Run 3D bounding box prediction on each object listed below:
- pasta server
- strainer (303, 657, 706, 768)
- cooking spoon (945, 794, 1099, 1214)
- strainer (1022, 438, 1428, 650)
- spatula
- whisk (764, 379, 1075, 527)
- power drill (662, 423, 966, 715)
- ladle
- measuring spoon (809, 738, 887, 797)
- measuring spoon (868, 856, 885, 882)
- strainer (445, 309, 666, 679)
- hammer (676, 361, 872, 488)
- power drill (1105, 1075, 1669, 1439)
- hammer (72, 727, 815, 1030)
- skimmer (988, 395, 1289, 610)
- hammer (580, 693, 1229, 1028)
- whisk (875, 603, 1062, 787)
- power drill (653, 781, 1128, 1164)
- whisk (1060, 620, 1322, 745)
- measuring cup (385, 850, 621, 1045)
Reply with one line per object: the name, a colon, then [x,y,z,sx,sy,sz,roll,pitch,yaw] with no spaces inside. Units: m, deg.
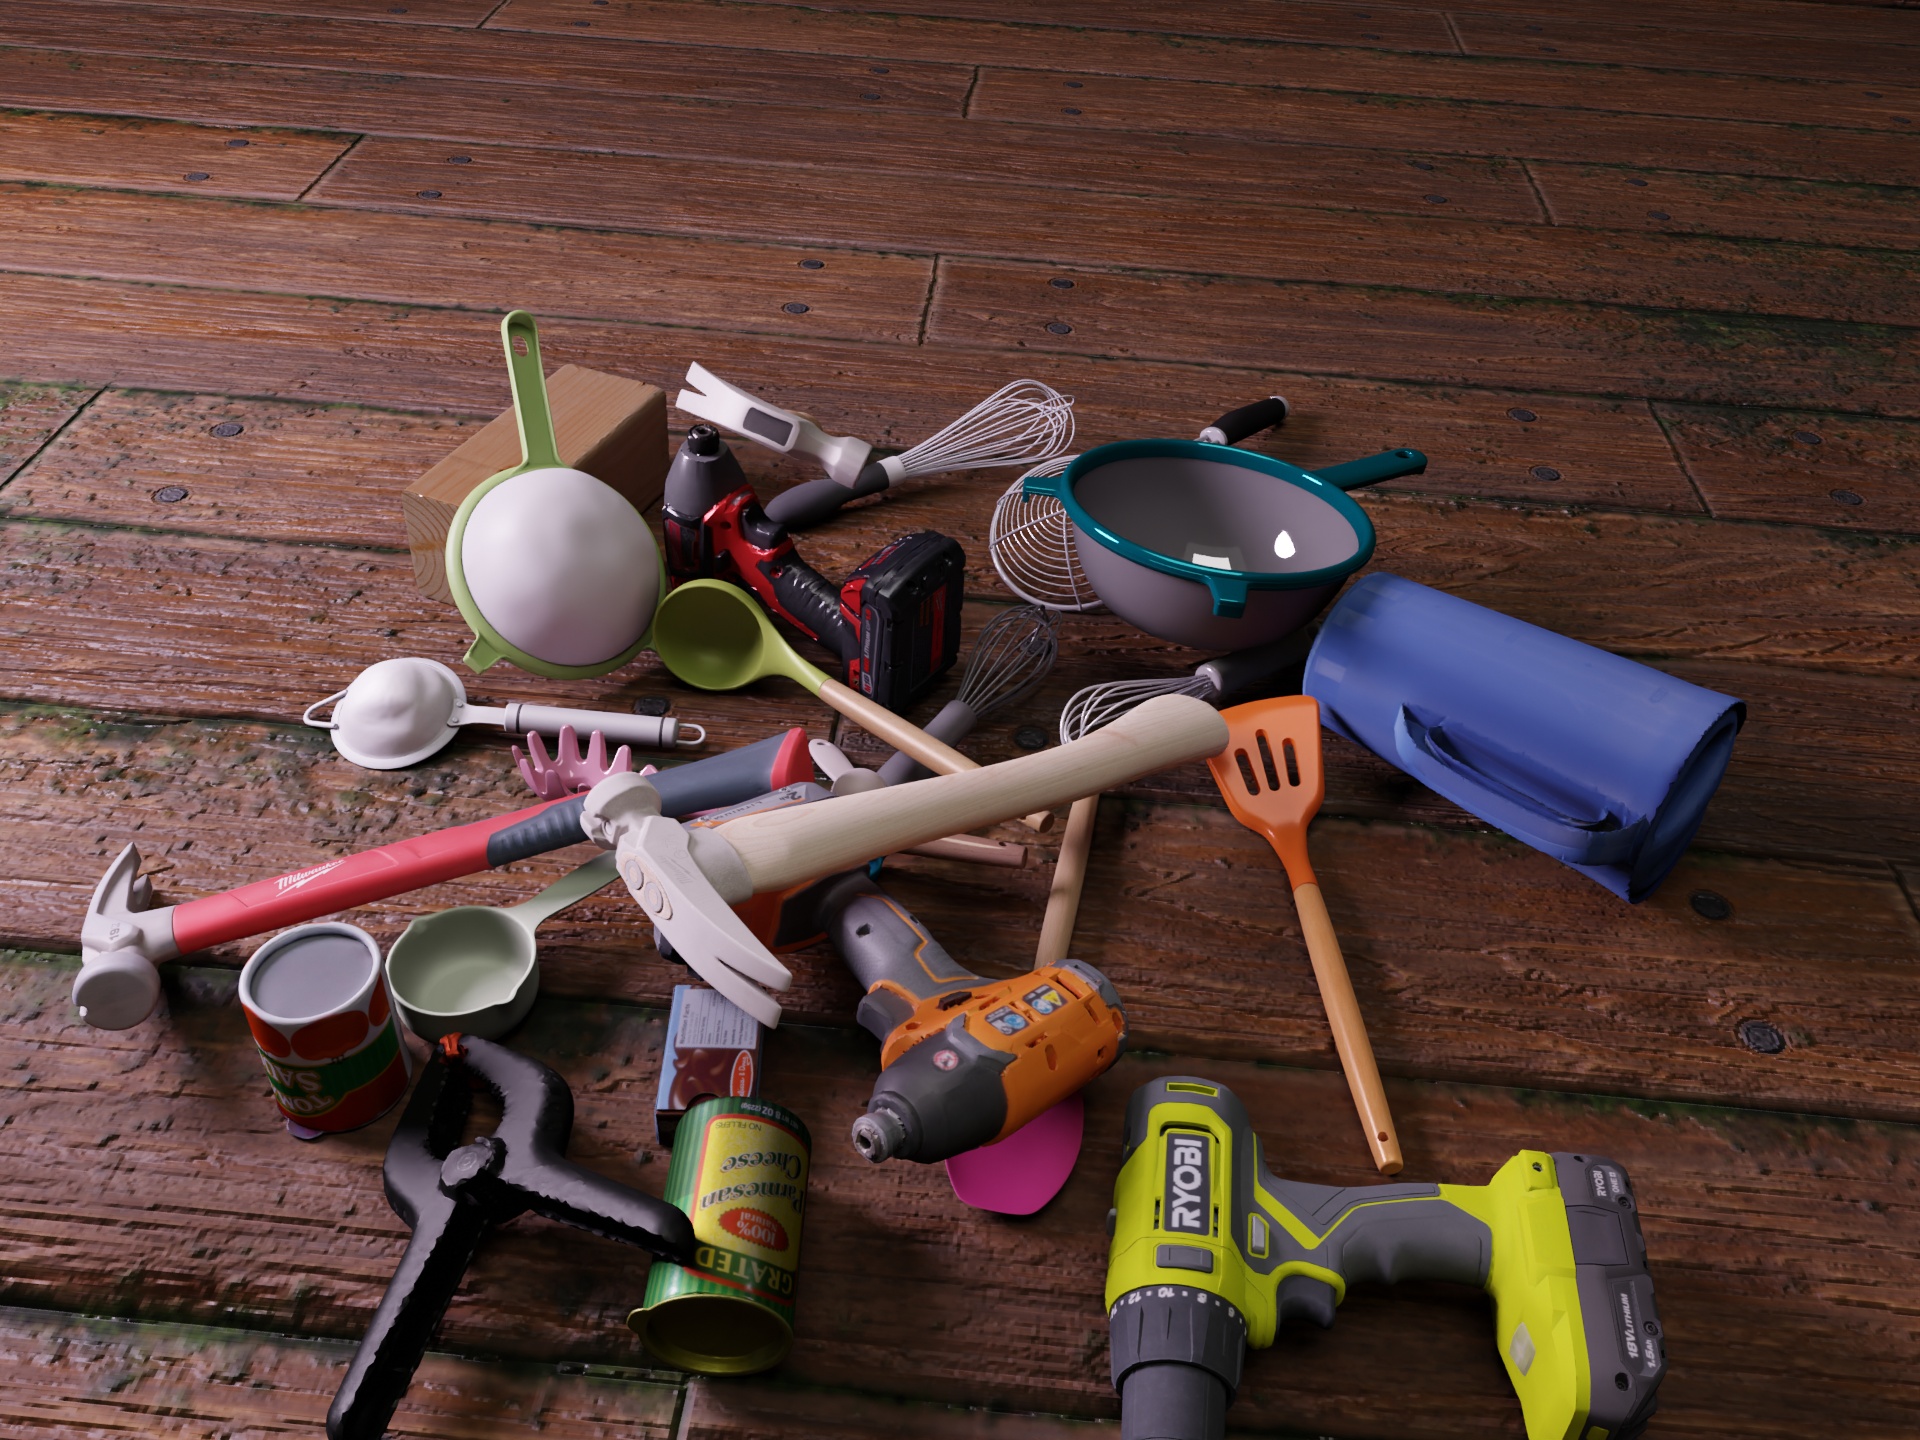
pasta server: [-0.115,0.050,0.934,0.316,0.040,0.060,8,25,14]
strainer: [-0.290,-0.004,1.007,0.258,0.050,0.087,5,55,-3]
cooking spoon: [0.050,0.135,0.878,0.069,0.017,0.319,8,40,9]
strainer: [0.212,-0.123,1.113,0.340,0.095,0.211,-19,41,-38]
spatula: [0.200,0.109,0.903,0.081,0.041,0.323,-12,41,6]
whisk: [-0.027,-0.207,1.257,0.284,0.070,0.070,-24,47,-23]
power drill: [-0.108,-0.105,1.060,0.220,0.143,0.078,28,48,23]
ladle: [-0.073,-0.005,0.974,0.320,0.078,0.062,30,37,35]
measuring spoon: [-0.072,0.025,0.968,0.034,0.018,0.124,2,15,-20]
measuring spoon: [-0.035,0.078,0.947,0.128,0.021,0.042,-20,32,-38]
strainer: [-0.261,-0.157,1.041,0.151,0.069,0.256,-6,80,-36]
hammer: [-0.126,-0.212,1.148,0.130,0.031,0.331,24,8,-6]
power drill: [0.176,0.257,0.698,0.228,0.080,0.191,5,40,6]
hammer: [-0.272,0.063,0.877,0.386,0.038,0.143,-16,28,-14]
skimmer: [0.161,-0.186,1.263,0.127,0.090,0.363,35,38,21]
hammer: [0.014,0.047,0.842,0.410,0.038,0.146,-13,44,-42]
whisk: [-0.003,-0.004,1.023,0.055,0.055,0.239,24,48,22]
power drill: [-0.049,0.127,0.788,0.227,0.084,0.164,32,32,29]
whisk: [0.159,-0.022,1.059,0.246,0.059,0.058,-23,83,-33]
measuring cup: [-0.231,0.117,0.866,0.083,0.038,0.167,30,45,28]
